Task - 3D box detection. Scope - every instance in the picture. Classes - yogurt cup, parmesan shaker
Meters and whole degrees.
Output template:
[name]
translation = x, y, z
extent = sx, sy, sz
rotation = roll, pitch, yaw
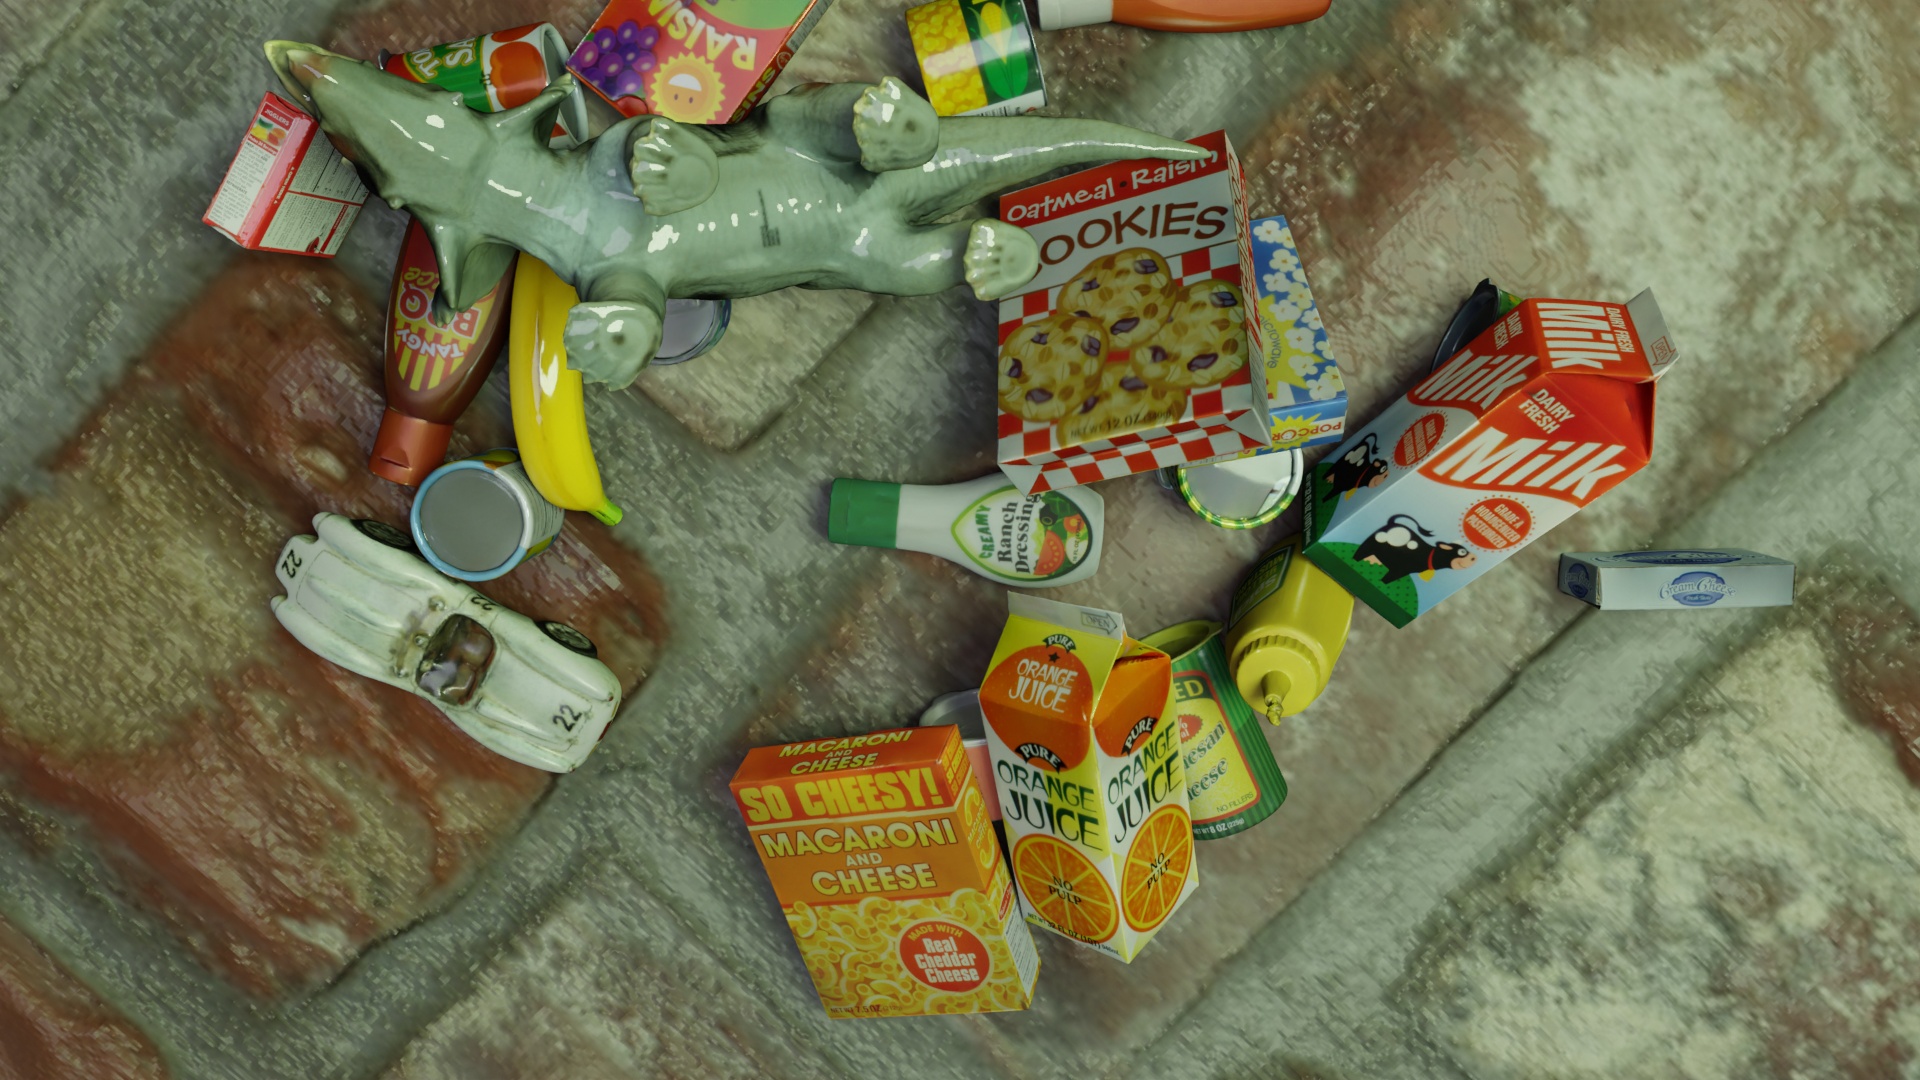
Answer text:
[yogurt cup]
translation = 0.014, 0.119, 0.770
extent = 0.072, 0.072, 0.053
rotation = -10, 107, 3
[parmesan shaker]
translation = 0.132, 0.103, 0.761
extent = 0.071, 0.071, 0.103
rotation = -25, 98, 5

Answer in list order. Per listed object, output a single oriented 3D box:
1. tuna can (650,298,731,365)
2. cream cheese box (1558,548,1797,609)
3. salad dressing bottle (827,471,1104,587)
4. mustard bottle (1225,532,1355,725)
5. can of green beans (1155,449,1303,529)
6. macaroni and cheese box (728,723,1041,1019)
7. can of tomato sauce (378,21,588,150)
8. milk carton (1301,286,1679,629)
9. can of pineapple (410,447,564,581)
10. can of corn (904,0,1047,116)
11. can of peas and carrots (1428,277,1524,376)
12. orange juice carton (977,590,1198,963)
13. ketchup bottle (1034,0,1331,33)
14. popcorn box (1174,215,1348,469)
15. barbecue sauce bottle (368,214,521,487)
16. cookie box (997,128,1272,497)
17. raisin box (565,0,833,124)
[tuna can]
translation = -0.158, -0.130, 0.748
extent = 0.071, 0.033, 0.071
rotation = 0, 99, 1
[cream cheese box]
translation = 0.385, 0.021, 0.751
extent = 0.104, 0.053, 0.024
rotation = -1, 97, 1
[salad dressing bottle]
translation = 0.003, -0.010, 0.758
extent = 0.148, 0.044, 0.064
rotation = 5, 100, 1
[mustard bottle]
translation = 0.165, 0.048, 0.703
extent = 0.049, 0.161, 0.065
rotation = 42, 117, -2
[can of green beans]
translation = 0.145, -0.042, 0.743
extent = 0.071, 0.058, 0.071
rotation = 0, 99, 1
[macaroni and cheese box]
translation = -0.039, 0.183, 0.758
extent = 0.123, 0.040, 0.165
rotation = -10, 113, 19
[can of tomato sauce]
translation = -0.244, -0.228, 0.717
extent = 0.083, 0.071, 0.071
rotation = -12, 99, 2
[milk carton]
translation = 0.261, -0.046, 0.680
extent = 0.073, 0.073, 0.189
rotation = 36, 126, -15
[can of pineapple]
translation = -0.258, -0.014, 0.755
extent = 0.071, 0.058, 0.071
rotation = 0, 100, 1
[can of corn]
translation = 0.007, -0.249, 0.709
extent = 0.058, 0.071, 0.071
rotation = -16, 99, 4
[can of peas and carrots]
translation = 0.289, -0.095, 0.729
extent = 0.059, 0.071, 0.071
rotation = 23, 99, -3
[orange juice carton]
translation = 0.066, 0.115, 0.722
extent = 0.072, 0.073, 0.191
rotation = 11, 123, 40
[ketchup bottle]
translation = 0.112, -0.290, 0.712
extent = 0.149, 0.043, 0.064
rotation = -7, 98, 2
[popcorn box]
translation = 0.138, -0.102, 0.708
extent = 0.085, 0.038, 0.127
rotation = -10, 57, 3
[barbecue sauce bottle]
translation = -0.281, -0.103, 0.749
extent = 0.065, 0.044, 0.148
rotation = 20, 99, -3
[cookie box]
translation = 0.081, -0.112, 0.680
extent = 0.123, 0.040, 0.168
rotation = -11, 59, 22
[raisin box]
translation = -0.133, -0.266, 0.723
extent = 0.086, 0.040, 0.123
rotation = 38, 98, -6
